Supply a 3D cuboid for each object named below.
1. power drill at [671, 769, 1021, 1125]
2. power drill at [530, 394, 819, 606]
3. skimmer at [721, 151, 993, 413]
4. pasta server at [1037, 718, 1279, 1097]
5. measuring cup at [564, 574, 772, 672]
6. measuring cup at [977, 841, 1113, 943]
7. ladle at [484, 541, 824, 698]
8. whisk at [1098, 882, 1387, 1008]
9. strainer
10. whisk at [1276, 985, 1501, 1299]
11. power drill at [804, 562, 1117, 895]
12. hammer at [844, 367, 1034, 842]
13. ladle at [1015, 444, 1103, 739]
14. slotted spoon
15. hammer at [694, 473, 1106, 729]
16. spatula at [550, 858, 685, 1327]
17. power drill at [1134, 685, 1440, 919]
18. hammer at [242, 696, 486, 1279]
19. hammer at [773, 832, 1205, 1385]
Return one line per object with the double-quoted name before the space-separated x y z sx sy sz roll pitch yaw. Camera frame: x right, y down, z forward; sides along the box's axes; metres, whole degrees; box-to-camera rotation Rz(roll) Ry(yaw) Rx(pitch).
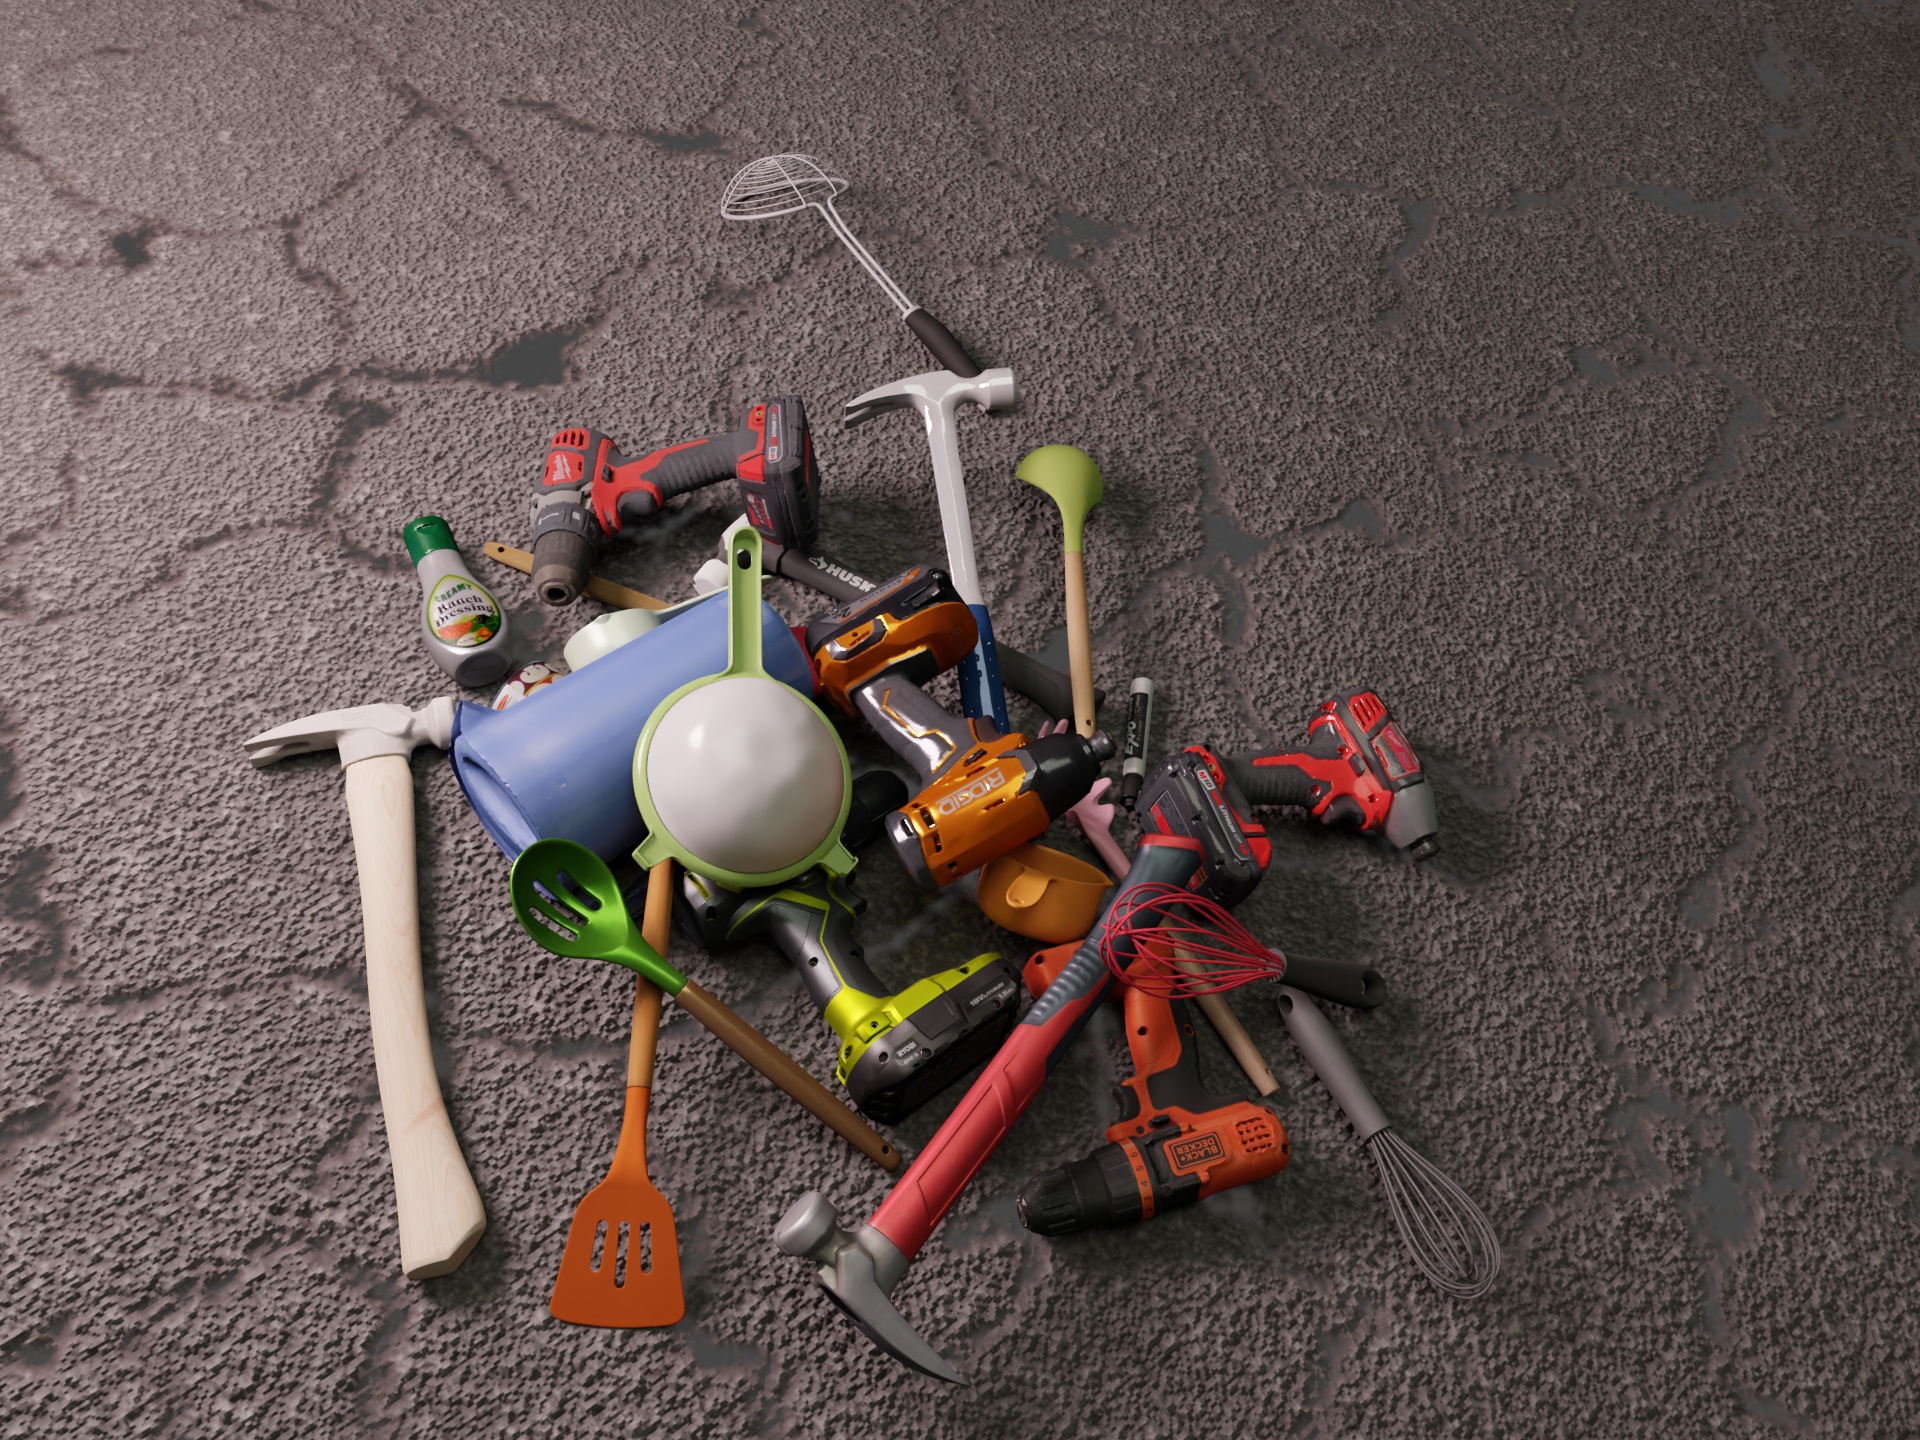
"power drill" -0.065 0.142 1.094 0.190 0.080 0.229 -30 62 -29
"power drill" -0.230 -0.171 1.256 0.226 0.080 0.188 -7 45 3
"skimmer" -0.089 -0.409 1.508 0.127 0.090 0.363 -32 75 -30
"pasta server" 0.140 0.132 1.157 0.060 0.040 0.316 -4 52 -46
"measuring cup" -0.215 -0.065 1.204 0.167 0.083 0.038 -23 73 -9
"measuring cup" 0.046 0.127 1.080 0.095 0.052 0.173 19 10 10
"ladle" -0.235 -0.084 1.256 0.315 0.031 0.069 21 62 8
"whisk" 0.196 0.161 1.060 0.295 0.073 0.073 18 45 -39
"strainer" -0.137 -0.020 1.062 0.151 0.069 0.256 5 71 -22
"whisk" 0.283 0.276 1.073 0.055 0.055 0.239 -18 56 -20
"power drill" -0.002 -0.004 1.116 0.164 0.084 0.227 -28 54 -3
"hammer" 0.000 -0.096 1.243 0.144 0.035 0.406 -6 69 -6
"ladle" 0.088 -0.106 1.295 0.078 0.062 0.320 14 51 -19
"slotted spoon" -0.159 0.188 1.009 0.313 0.031 0.070 41 52 -9
"hammer" -0.036 -0.086 1.284 0.335 0.035 0.146 27 56 10
"spatula" -0.202 0.213 1.012 0.081 0.041 0.323 4 63 -5
"power drill" 0.256 0.065 1.198 0.219 0.078 0.143 -16 68 -24
"hammer" -0.383 0.164 1.051 0.146 0.038 0.411 -11 58 -14
"hammer" 0.055 0.222 1.007 0.143 0.038 0.386 47 60 -7
